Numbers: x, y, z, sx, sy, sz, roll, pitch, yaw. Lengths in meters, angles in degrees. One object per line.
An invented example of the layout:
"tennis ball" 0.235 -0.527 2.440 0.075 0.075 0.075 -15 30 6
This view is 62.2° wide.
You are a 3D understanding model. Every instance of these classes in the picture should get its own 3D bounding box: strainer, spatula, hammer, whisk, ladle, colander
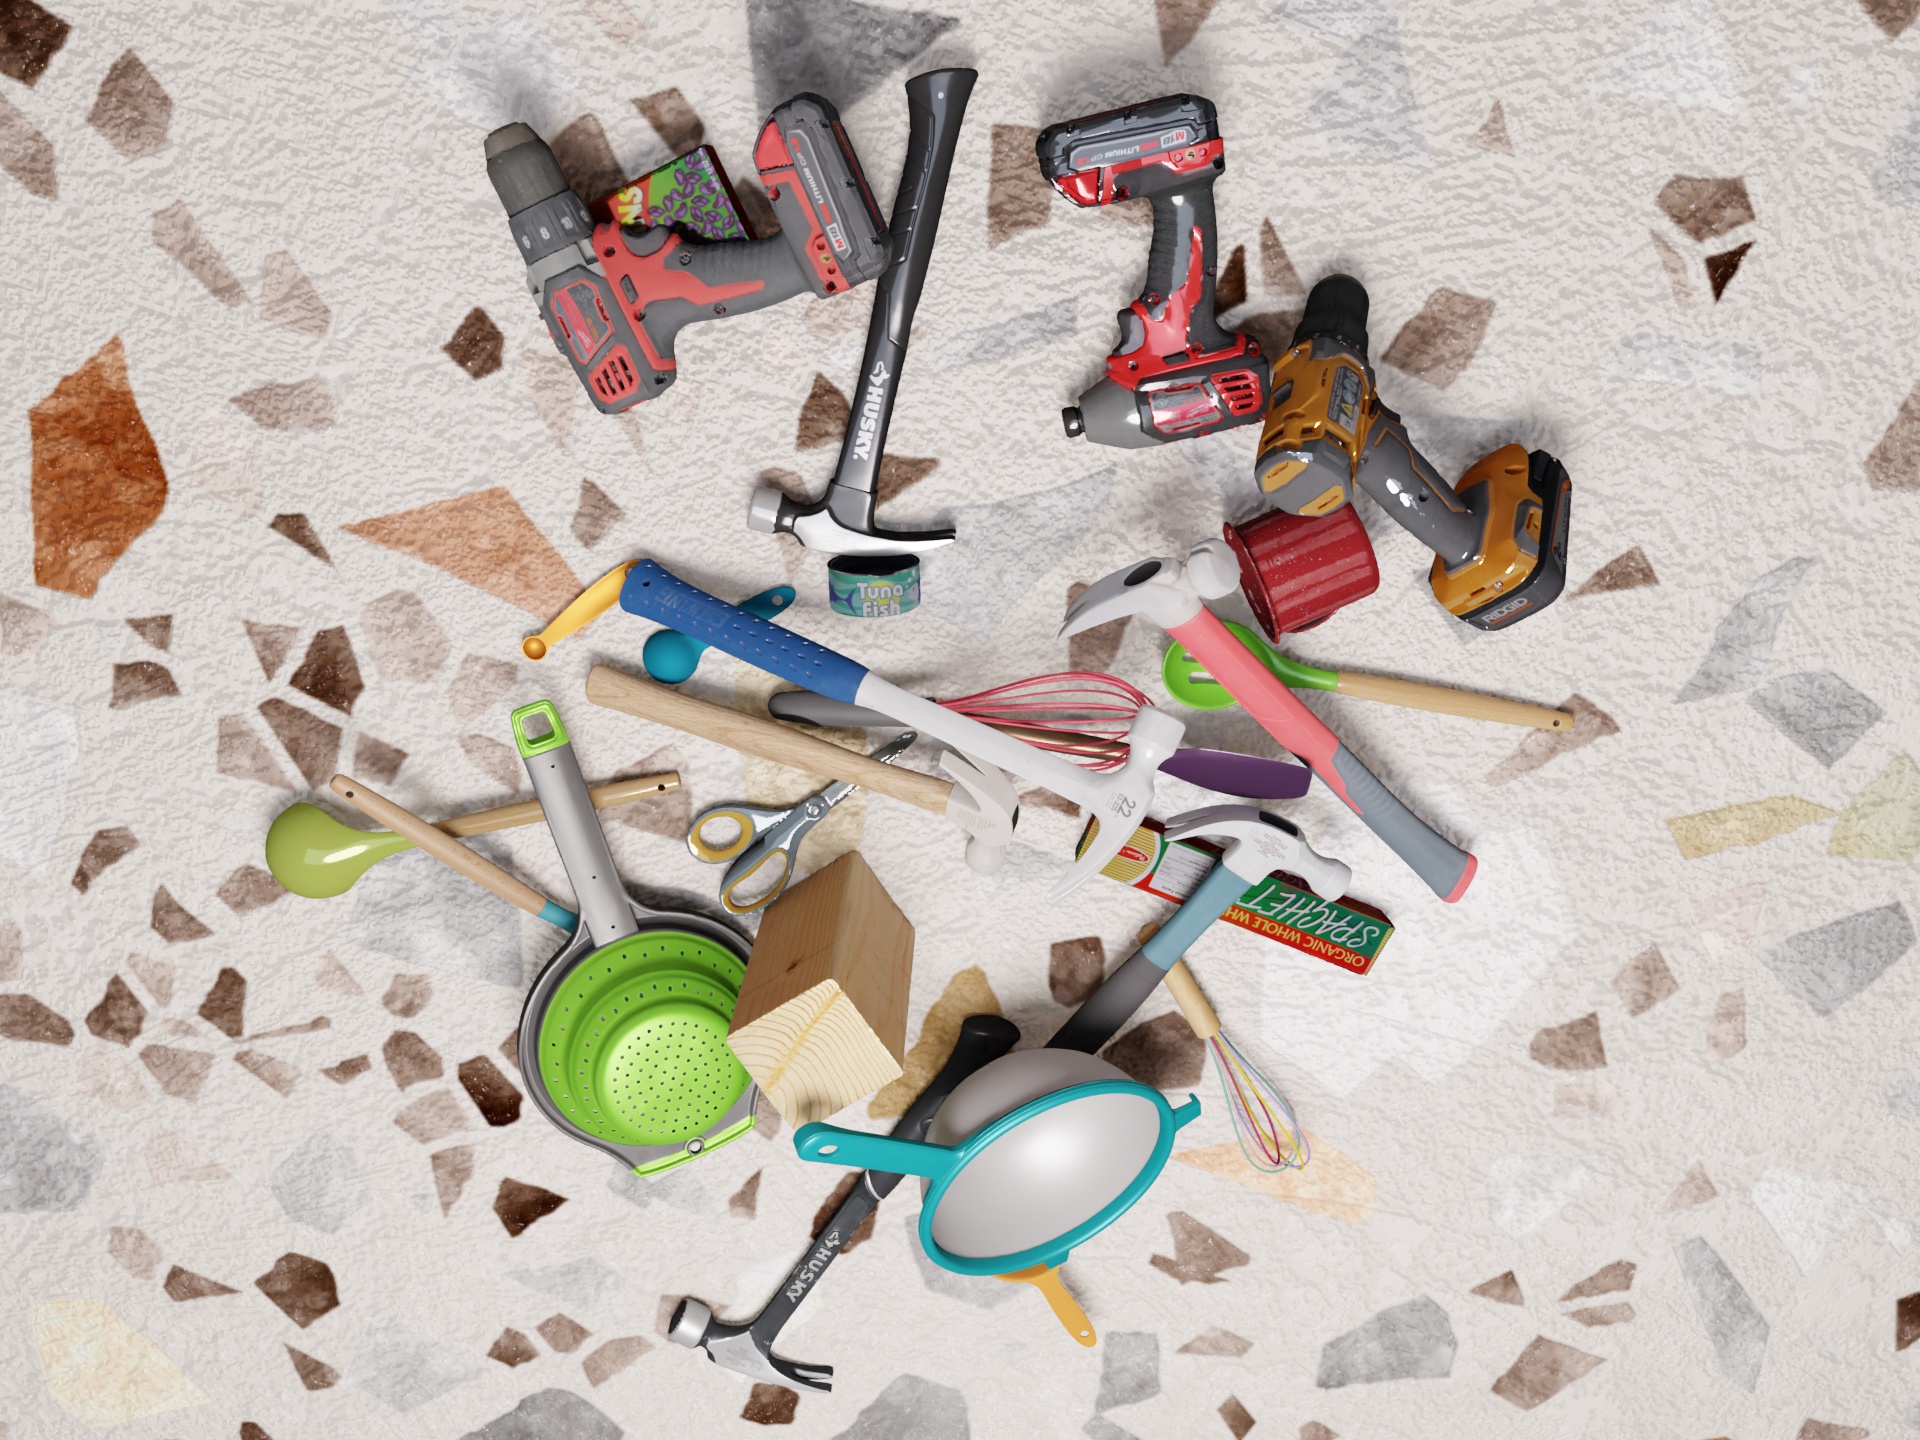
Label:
"strainer" 0.004 0.299 1.166 0.340 0.095 0.211 21 114 -39
"spatula" 0.096 0.020 1.164 0.316 0.018 0.059 11 149 9
"hammer" -0.060 -0.013 1.088 0.406 0.035 0.144 24 81 17
"hammer" -0.077 0.402 1.321 0.149 0.036 0.409 32 106 -11
"whisk" -0.002 -0.004 1.139 0.296 0.073 0.073 3 110 18
"hammer" -0.041 -0.272 1.085 0.146 0.035 0.334 14 109 -3
"hammer" 0.143 0.192 1.217 0.128 0.033 0.331 35 116 -6
"ladle" -0.371 0.075 1.213 0.320 0.062 0.078 -12 110 -2
"hammer" -0.116 0.021 1.157 0.331 0.031 0.130 18 145 5
"hammer" 0.239 0.019 1.143 0.143 0.038 0.386 -20 129 44
"colander" -0.247 0.177 1.177 0.204 0.095 0.397 -21 109 -16
"spatula" -0.336 0.132 1.200 0.082 0.044 0.317 -47 120 8
"whisk" 0.207 0.265 1.268 0.051 0.047 0.245 -30 102 12

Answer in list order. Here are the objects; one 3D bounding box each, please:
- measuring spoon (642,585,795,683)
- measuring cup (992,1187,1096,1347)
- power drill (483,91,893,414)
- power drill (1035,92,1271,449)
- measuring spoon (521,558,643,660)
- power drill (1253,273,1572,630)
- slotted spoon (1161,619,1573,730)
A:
"measuring spoon" -0.177 -0.064 1.165 0.128 0.021 0.042 -27 107 11
"measuring cup" 0.068 0.446 1.326 0.095 0.052 0.173 -28 108 10
"power drill" -0.176 -0.319 1.008 0.226 0.080 0.187 -22 108 11
"power drill" 0.121 -0.290 1.057 0.143 0.079 0.219 -12 112 5
"measuring spoon" -0.275 -0.083 1.168 0.117 0.011 0.021 -36 106 9
"power drill" 0.301 -0.183 1.062 0.226 0.185 0.084 28 148 -19
"slotted spoon" 0.300 -0.022 1.172 0.313 0.031 0.070 9 111 -4
